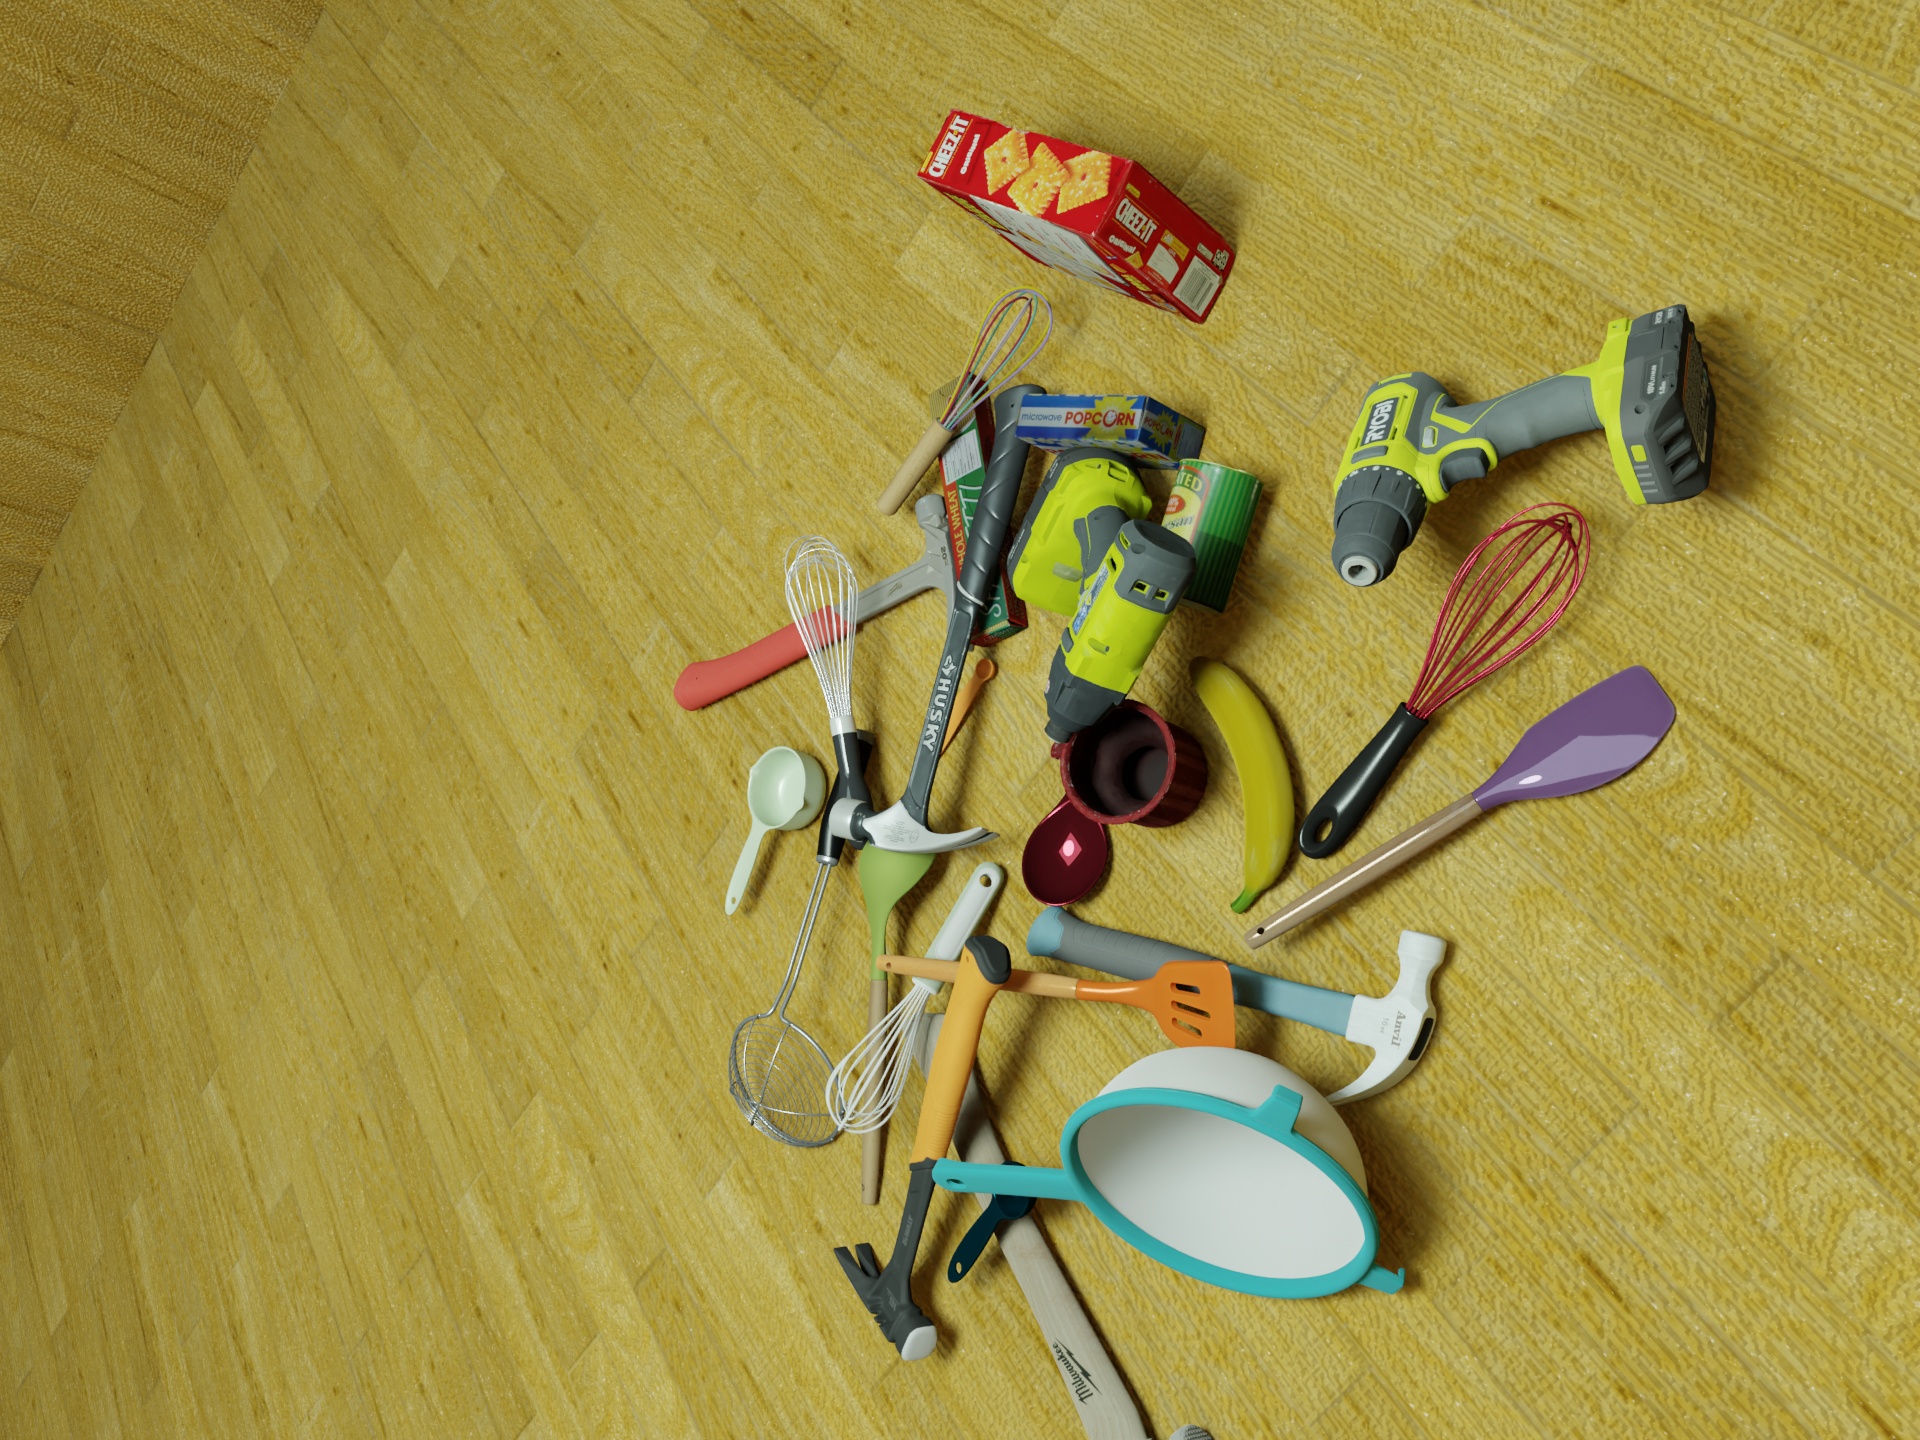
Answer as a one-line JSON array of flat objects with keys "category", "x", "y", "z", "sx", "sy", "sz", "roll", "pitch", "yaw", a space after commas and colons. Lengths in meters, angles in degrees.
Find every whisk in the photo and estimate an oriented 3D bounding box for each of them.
[{"category": "whisk", "x": -0.004, "y": -0.275, "z": 1.374, "sx": 0.245, "sy": 0.047, "sz": 0.051, "roll": -51, "pitch": 51, "yaw": 28}, {"category": "whisk", "x": -0.033, "y": 0.221, "z": 1.279, "sx": 0.058, "sy": 0.059, "sz": 0.246, "roll": 30, "pitch": 77, "yaw": 3}, {"category": "whisk", "x": 0.318, "y": -0.020, "z": 1.070, "sx": 0.073, "sy": 0.073, "sz": 0.295, "roll": 50, "pitch": 118, "yaw": 37}, {"category": "whisk", "x": -0.107, "y": -0.027, "z": 1.398, "sx": 0.070, "sy": 0.070, "sz": 0.285, "roll": -16, "pitch": 80, "yaw": 37}]

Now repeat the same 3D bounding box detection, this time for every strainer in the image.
[{"category": "strainer", "x": 0.130, "y": 0.290, "z": 1.092, "sx": 0.340, "sy": 0.210, "sz": 0.095, "roll": -9, "pitch": 35, "yaw": 38}]

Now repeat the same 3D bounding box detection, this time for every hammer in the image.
[{"category": "hammer", "x": -0.023, "y": 0.316, "z": 1.227, "sx": 0.127, "sy": 0.034, "sz": 0.336, "roll": 37, "pitch": 117, "yaw": 52}, {"category": "hammer", "x": 0.183, "y": 0.185, "z": 1.148, "sx": 0.331, "sy": 0.033, "sz": 0.128, "roll": 9, "pitch": 84, "yaw": 42}, {"category": "hammer", "x": 0.043, "y": 0.406, "z": 1.212, "sx": 0.146, "sy": 0.038, "sz": 0.411, "roll": -46, "pitch": 53, "yaw": 24}, {"category": "hammer", "x": -0.136, "y": -0.074, "z": 1.486, "sx": 0.359, "sy": 0.036, "sz": 0.149, "roll": -24, "pitch": 64, "yaw": 34}, {"category": "hammer", "x": 0.007, "y": -0.086, "z": 1.320, "sx": 0.149, "sy": 0.036, "sz": 0.409, "roll": 10, "pitch": 82, "yaw": 33}]

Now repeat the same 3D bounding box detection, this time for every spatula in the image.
[{"category": "spatula", "x": 0.063, "y": 0.199, "z": 1.182, "sx": 0.323, "sy": 0.041, "sz": 0.081, "roll": 1, "pitch": 98, "yaw": 34}, {"category": "spatula", "x": 0.320, "y": 0.069, "z": 1.049, "sx": 0.316, "sy": 0.018, "sz": 0.060, "roll": -35, "pitch": 58, "yaw": 21}]

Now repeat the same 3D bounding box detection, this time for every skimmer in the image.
[{"category": "skimmer", "x": -0.119, "y": 0.190, "z": 1.409, "sx": 0.127, "sy": 0.090, "sz": 0.363, "roll": 5, "pitch": 72, "yaw": 36}]

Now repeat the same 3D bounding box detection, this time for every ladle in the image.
[{"category": "ladle", "x": 0.109, "y": -0.007, "z": 1.263, "sx": 0.069, "sy": 0.031, "sz": 0.315, "roll": 10, "pitch": 83, "yaw": 24}, {"category": "ladle", "x": -0.059, "y": 0.245, "z": 1.343, "sx": 0.078, "sy": 0.062, "sz": 0.320, "roll": -2, "pitch": 85, "yaw": 57}]

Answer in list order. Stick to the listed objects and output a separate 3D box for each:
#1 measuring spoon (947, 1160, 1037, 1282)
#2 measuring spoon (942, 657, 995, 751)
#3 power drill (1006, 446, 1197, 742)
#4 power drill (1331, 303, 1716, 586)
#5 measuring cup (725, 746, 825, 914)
[{"category": "measuring spoon", "x": 0.026, "y": 0.382, "z": 1.202, "sx": 0.128, "sy": 0.021, "sz": 0.042, "roll": -61, "pitch": 42, "yaw": 27}, {"category": "measuring spoon", "x": -0.002, "y": -0.004, "z": 1.372, "sx": 0.021, "sy": 0.011, "sz": 0.117, "roll": 47, "pitch": 114, "yaw": 36}, {"category": "power drill", "x": 0.097, "y": -0.098, "z": 1.189, "sx": 0.223, "sy": 0.080, "sz": 0.171, "roll": -99, "pitch": 32, "yaw": -59}, {"category": "power drill", "x": 0.349, "y": -0.170, "z": 1.018, "sx": 0.228, "sy": 0.080, "sz": 0.191, "roll": -10, "pitch": 38, "yaw": 36}, {"category": "measuring cup", "x": -0.175, "y": 0.105, "z": 1.474, "sx": 0.083, "sy": 0.038, "sz": 0.167, "roll": 30, "pitch": 101, "yaw": 41}]
